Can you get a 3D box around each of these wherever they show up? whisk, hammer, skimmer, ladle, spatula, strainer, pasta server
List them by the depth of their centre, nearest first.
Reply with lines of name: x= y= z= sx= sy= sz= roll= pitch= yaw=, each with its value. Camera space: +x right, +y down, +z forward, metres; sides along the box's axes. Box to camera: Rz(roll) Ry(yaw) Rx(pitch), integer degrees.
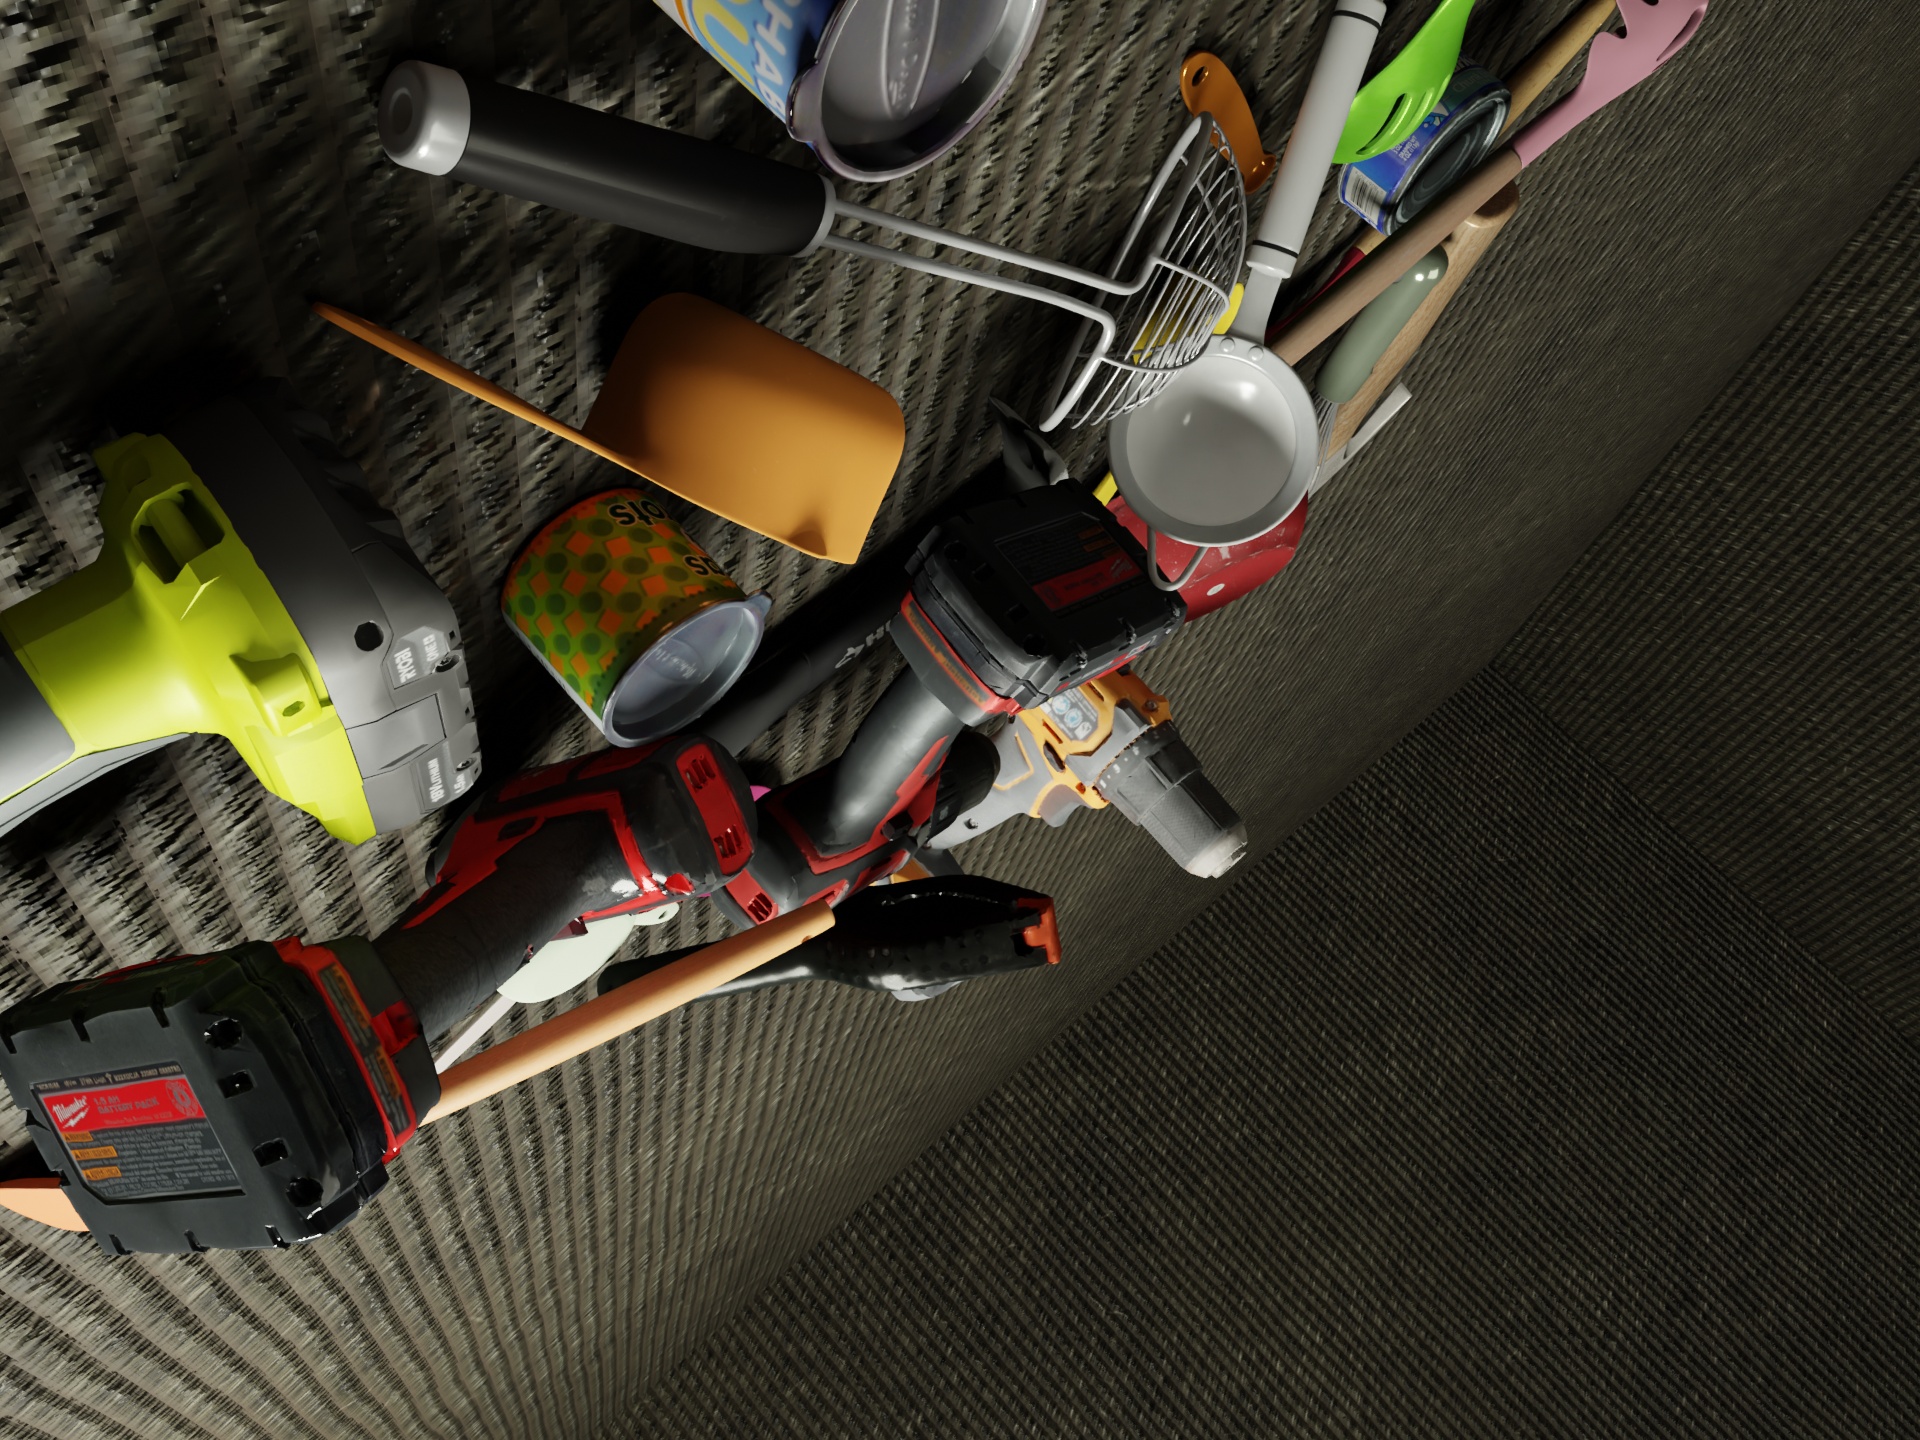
skimmer: x=-0.021 y=-0.156 z=0.490 sx=0.363 sy=0.090 sz=0.127 roll=-5 pitch=132 yaw=-50
spatula: x=-0.200 y=0.136 z=0.631 sx=0.322 sy=0.041 sz=0.081 roll=-24 pitch=158 yaw=-17
strainer: x=0.124 y=-0.177 z=0.642 sx=0.050 sy=0.087 sz=0.258 roll=-75 pitch=-177 yaw=-78
hammer: x=-0.081 y=-0.016 z=0.686 sx=0.335 sy=0.035 sz=0.146 roll=-38 pitch=164 yaw=-18
pasta server: x=0.231 y=-0.250 z=0.743 sx=0.316 sy=0.040 sz=0.060 roll=-40 pitch=164 yaw=1
ladle: x=0.228 y=-0.261 z=0.830 sx=0.315 sy=0.031 sz=0.069 roll=-46 pitch=173 yaw=2
whisk: x=0.206 y=-0.181 z=0.885 sx=0.246 sy=0.059 sz=0.058 roll=119 pitch=-15 yaw=-64
hammer: x=0.247 y=-0.211 z=0.929 sx=0.130 sy=0.031 sz=0.331 roll=-42 pitch=171 yaw=-14

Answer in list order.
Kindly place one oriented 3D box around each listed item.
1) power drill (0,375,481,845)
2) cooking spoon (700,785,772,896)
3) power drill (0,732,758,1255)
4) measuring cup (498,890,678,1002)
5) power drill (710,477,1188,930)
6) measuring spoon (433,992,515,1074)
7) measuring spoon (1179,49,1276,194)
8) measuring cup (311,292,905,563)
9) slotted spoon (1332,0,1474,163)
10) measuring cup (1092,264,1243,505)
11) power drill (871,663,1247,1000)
power drill: x=-0.231 y=0.026 z=0.365 sx=0.223 sy=0.080 sz=0.171 roll=-33 pitch=165 yaw=-24
cooking spoon: x=-0.116 y=0.097 z=0.910 sx=0.069 sy=0.017 sz=0.318 roll=-40 pitch=163 yaw=-12
power drill: x=-0.177 y=0.073 z=0.515 sx=0.143 sy=0.078 sz=0.220 roll=-13 pitch=-166 yaw=31
measuring cup: x=-0.167 y=0.100 z=0.755 sx=0.083 sy=0.038 sz=0.167 roll=-46 pitch=162 yaw=7
power drill: x=-0.001 y=-0.002 z=0.716 sx=0.188 sy=0.080 sz=0.226 roll=-25 pitch=162 yaw=-50
measuring spoon: x=-0.240 y=0.147 z=0.754 sx=0.124 sy=0.018 sz=0.034 roll=-45 pitch=165 yaw=-22
measuring spoon: x=0.104 y=-0.237 z=0.628 sx=0.021 sy=0.011 sz=0.116 roll=-48 pitch=160 yaw=13
measuring cup: x=-0.086 y=-0.096 z=0.430 sx=0.173 sy=0.095 sz=0.052 roll=19 pitch=101 yaw=-49
slotted spoon: x=0.211 y=-0.308 z=0.576 sx=0.070 sy=0.031 sz=0.313 roll=-30 pitch=169 yaw=-25
measuring cup: x=0.074 y=-0.137 z=0.724 sx=0.156 sy=0.029 sz=0.062 roll=-56 pitch=165 yaw=9
power drill: x=0.036 y=0.064 z=0.901 sx=0.226 sy=0.185 sz=0.084 roll=-47 pitch=165 yaw=21
